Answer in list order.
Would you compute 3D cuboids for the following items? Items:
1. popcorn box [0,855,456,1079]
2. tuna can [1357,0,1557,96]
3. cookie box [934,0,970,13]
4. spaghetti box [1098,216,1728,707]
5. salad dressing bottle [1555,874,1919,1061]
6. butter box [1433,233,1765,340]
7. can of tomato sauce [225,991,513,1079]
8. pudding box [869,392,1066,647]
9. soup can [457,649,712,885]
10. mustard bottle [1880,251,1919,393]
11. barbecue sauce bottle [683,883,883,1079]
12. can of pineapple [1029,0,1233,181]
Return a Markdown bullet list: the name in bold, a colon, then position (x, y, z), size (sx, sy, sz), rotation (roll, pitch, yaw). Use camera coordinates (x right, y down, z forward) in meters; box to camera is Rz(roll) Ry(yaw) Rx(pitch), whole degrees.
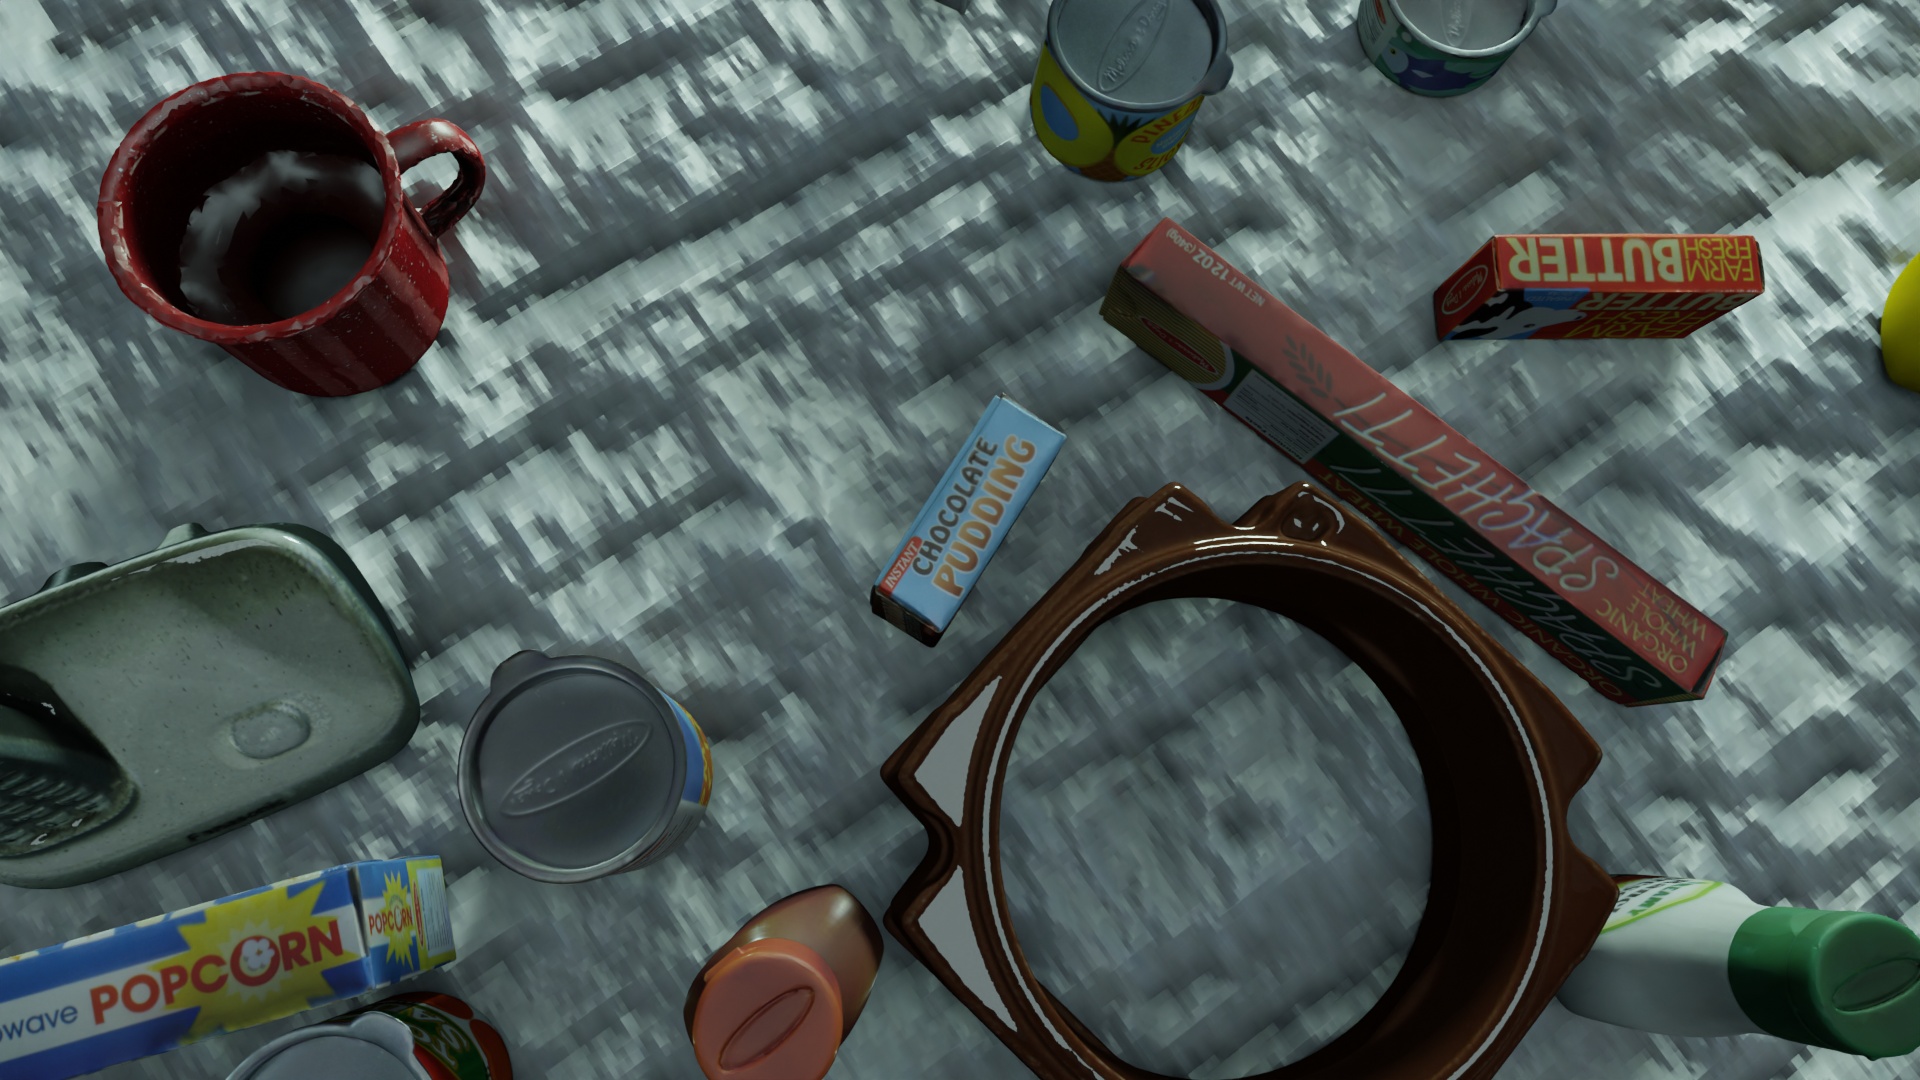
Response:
- **popcorn box**: position (-0.231, 0.132, 0.424), size (0.127, 0.085, 0.038), rotation (-15, 80, -7)
- **tuna can**: position (0.199, -0.216, 0.561), size (0.071, 0.032, 0.071), rotation (1, 78, -4)
- **cookie box**: position (0.018, -0.289, 0.494), size (0.040, 0.167, 0.123), rotation (26, 77, 1)
- **spaghetti box**: position (0.160, -0.026, 0.507), size (0.250, 0.050, 0.029), rotation (38, 78, 4)
- **salad dressing bottle**: position (0.232, 0.129, 0.429), size (0.064, 0.147, 0.044), rotation (-19, 80, -8)
- **butter box**: position (0.240, -0.095, 0.527), size (0.103, 0.053, 0.024), rotation (-1, 78, -5)
- **can of tomato sauce**: position (-0.177, 0.173, 0.420), size (0.071, 0.083, 0.071), rotation (1, 78, -4)
- **pudding box**: position (0.002, -0.006, 0.491), size (0.030, 0.049, 0.084), rotation (32, 77, 3)
- **soup can**: position (-0.118, 0.072, 0.447), size (0.071, 0.083, 0.071), rotation (1, 78, -4)
- **mustard bottle**: position (0.397, -0.098, 0.485), size (0.049, 0.160, 0.065), rotation (13, 78, -2)
- **barbecue sauce bottle**: position (-0.052, 0.132, 0.406), size (0.065, 0.148, 0.044), rotation (-38, 83, -11)
- **can of pineapple**: position (0.063, -0.177, 0.529), size (0.071, 0.057, 0.071), rotation (1, 78, -4)
